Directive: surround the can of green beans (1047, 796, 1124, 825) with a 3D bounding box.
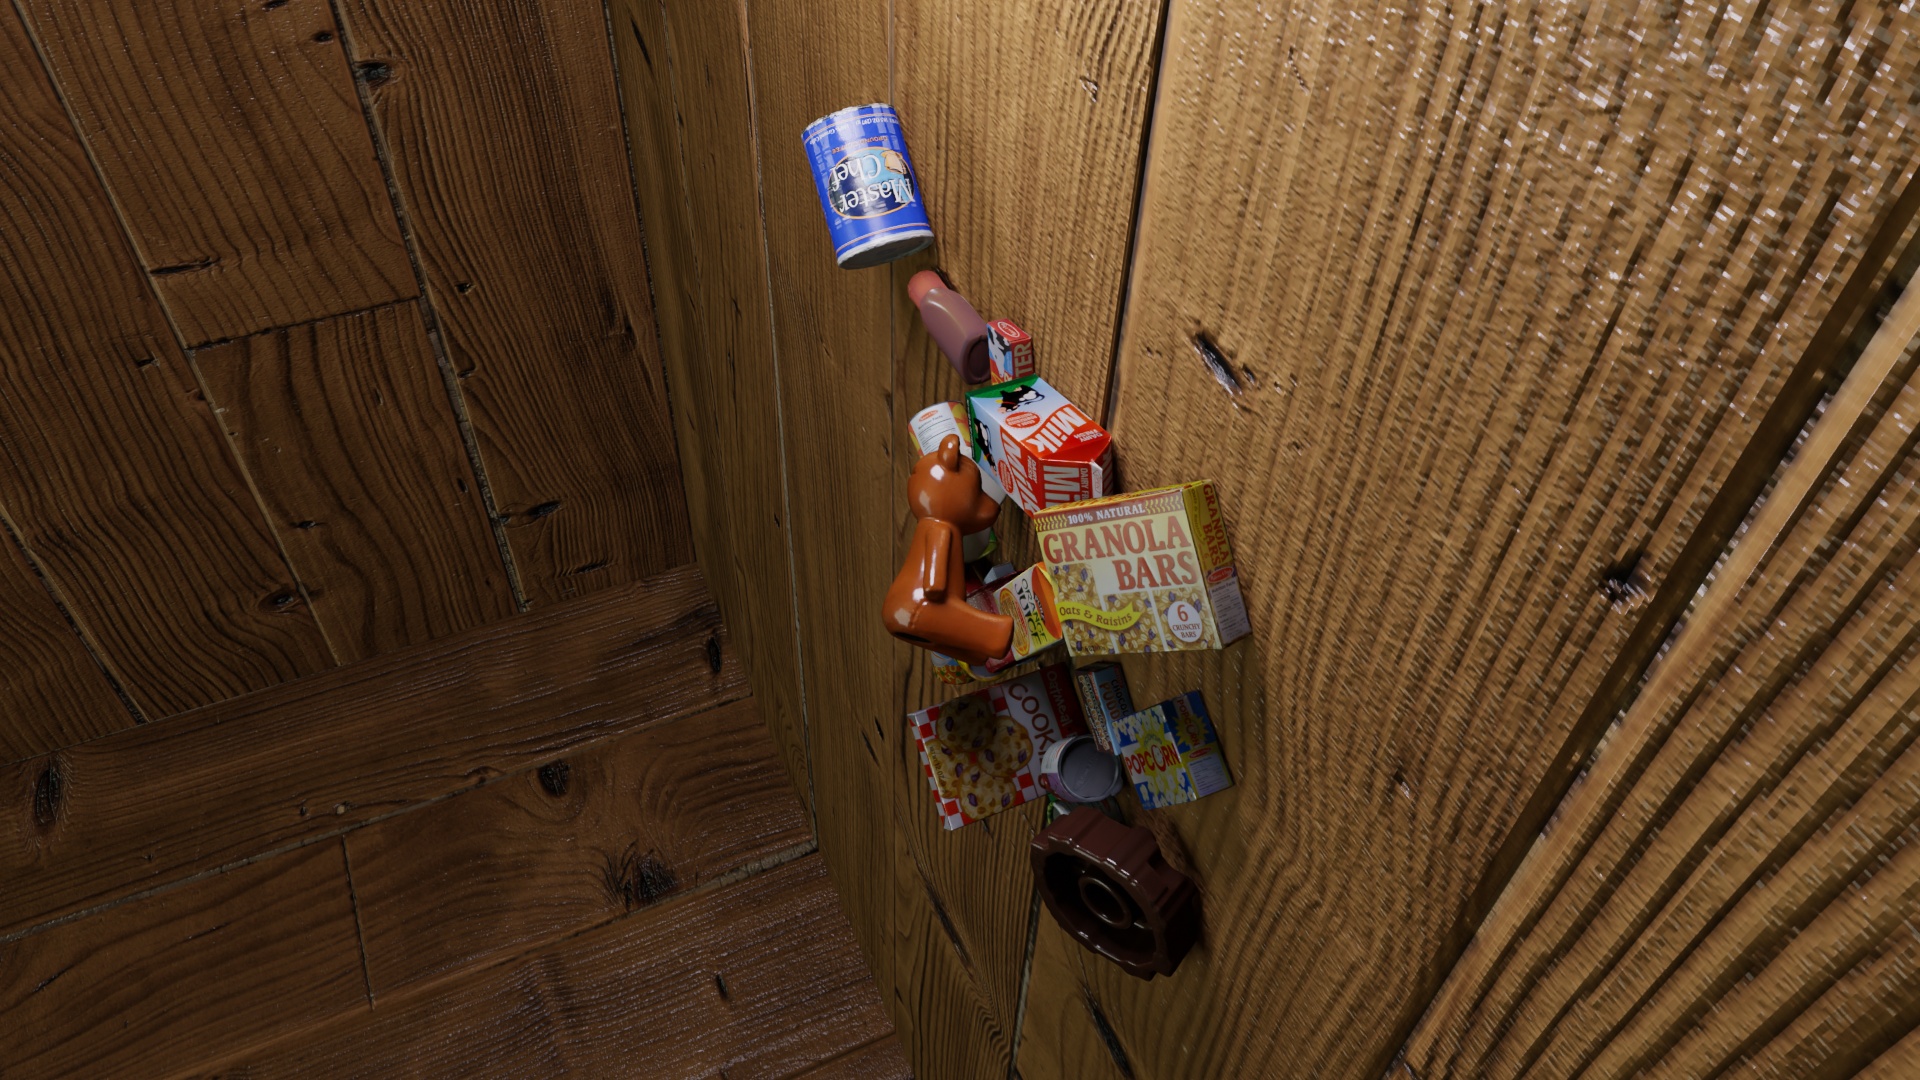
[{"bbox_3d":[0.128,0.290,1.424,0.071,0.058,0.071,164,89,-73],"label":"can of green beans"}]

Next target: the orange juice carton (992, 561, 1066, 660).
[{"bbox_3d":[0.096,0.055,1.278,0.192,0.072,0.073,137,115,-71],"label":"orange juice carton"}]

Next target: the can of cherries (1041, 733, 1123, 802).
[{"bbox_3d":[0.121,0.229,1.379,0.058,0.072,0.071,140,112,-71],"label":"can of cherries"}]

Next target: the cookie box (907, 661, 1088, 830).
[{"bbox_3d":[0.045,0.209,1.419,0.040,0.168,0.123,147,105,-75],"label":"cookie box"}]

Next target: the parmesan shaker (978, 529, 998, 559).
[{"bbox_3d":[-0.010,-0.029,1.526,0.071,0.071,0.103,120,131,-67],"label":"parmesan shaker"}]

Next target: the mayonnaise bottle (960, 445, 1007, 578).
[{"bbox_3d":[0.005,-0.018,1.402,0.041,0.065,0.148,-143,71,-72],"label":"mayonnaise bottle"}]

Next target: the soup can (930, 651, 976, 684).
[{"bbox_3d":[-0.007,0.121,1.658,0.071,0.071,0.083,-131,30,-53],"label":"soup can"}]

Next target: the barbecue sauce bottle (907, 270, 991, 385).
[{"bbox_3d":[-0.010,-0.220,1.396,0.149,0.044,0.064,-123,24,-43],"label":"barbecue sauce bottle"}]

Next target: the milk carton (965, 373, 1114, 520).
[{"bbox_3d":[0.077,-0.073,1.215,0.191,0.073,0.072,-131,29,-52],"label":"milk carton"}]

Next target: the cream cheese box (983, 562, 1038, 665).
[{"bbox_3d":[0.058,0.080,1.501,0.053,0.024,0.104,118,132,-68],"label":"cream cheese box"}]

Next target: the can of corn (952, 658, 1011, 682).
[{"bbox_3d":[0.025,0.122,1.573,0.058,0.071,0.071,-143,40,-61],"label":"can of corn"}]

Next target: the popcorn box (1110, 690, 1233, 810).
[{"bbox_3d":[0.180,0.183,1.198,0.126,0.038,0.085,133,119,-70],"label":"popcorn box"}]

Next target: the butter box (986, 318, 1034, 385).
[{"bbox_3d":[0.049,-0.152,1.310,0.053,0.024,0.103,-131,30,-53],"label":"butter box"}]

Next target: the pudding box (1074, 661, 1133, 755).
[{"bbox_3d":[0.140,0.158,1.311,0.049,0.030,0.083,171,82,-71],"label":"pudding box"}]

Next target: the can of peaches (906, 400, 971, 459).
[{"bbox_3d":[-0.015,-0.107,1.483,0.071,0.071,0.058,113,136,-64],"label":"can of peaches"}]

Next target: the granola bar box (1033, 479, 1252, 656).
[{"bbox_3d":[0.137,0.025,1.085,0.165,0.039,0.124,-9,97,50],"label":"granola bar box"}]

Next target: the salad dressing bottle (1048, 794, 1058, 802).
[{"bbox_3d":[0.093,0.228,1.477,0.044,0.064,0.147,160,85,-85],"label":"salad dressing bottle"}]

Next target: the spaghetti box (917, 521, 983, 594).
[{"bbox_3d":[-0.005,0.034,1.591,0.251,0.029,0.050,-120,15,-54],"label":"spaghetti box"}]
